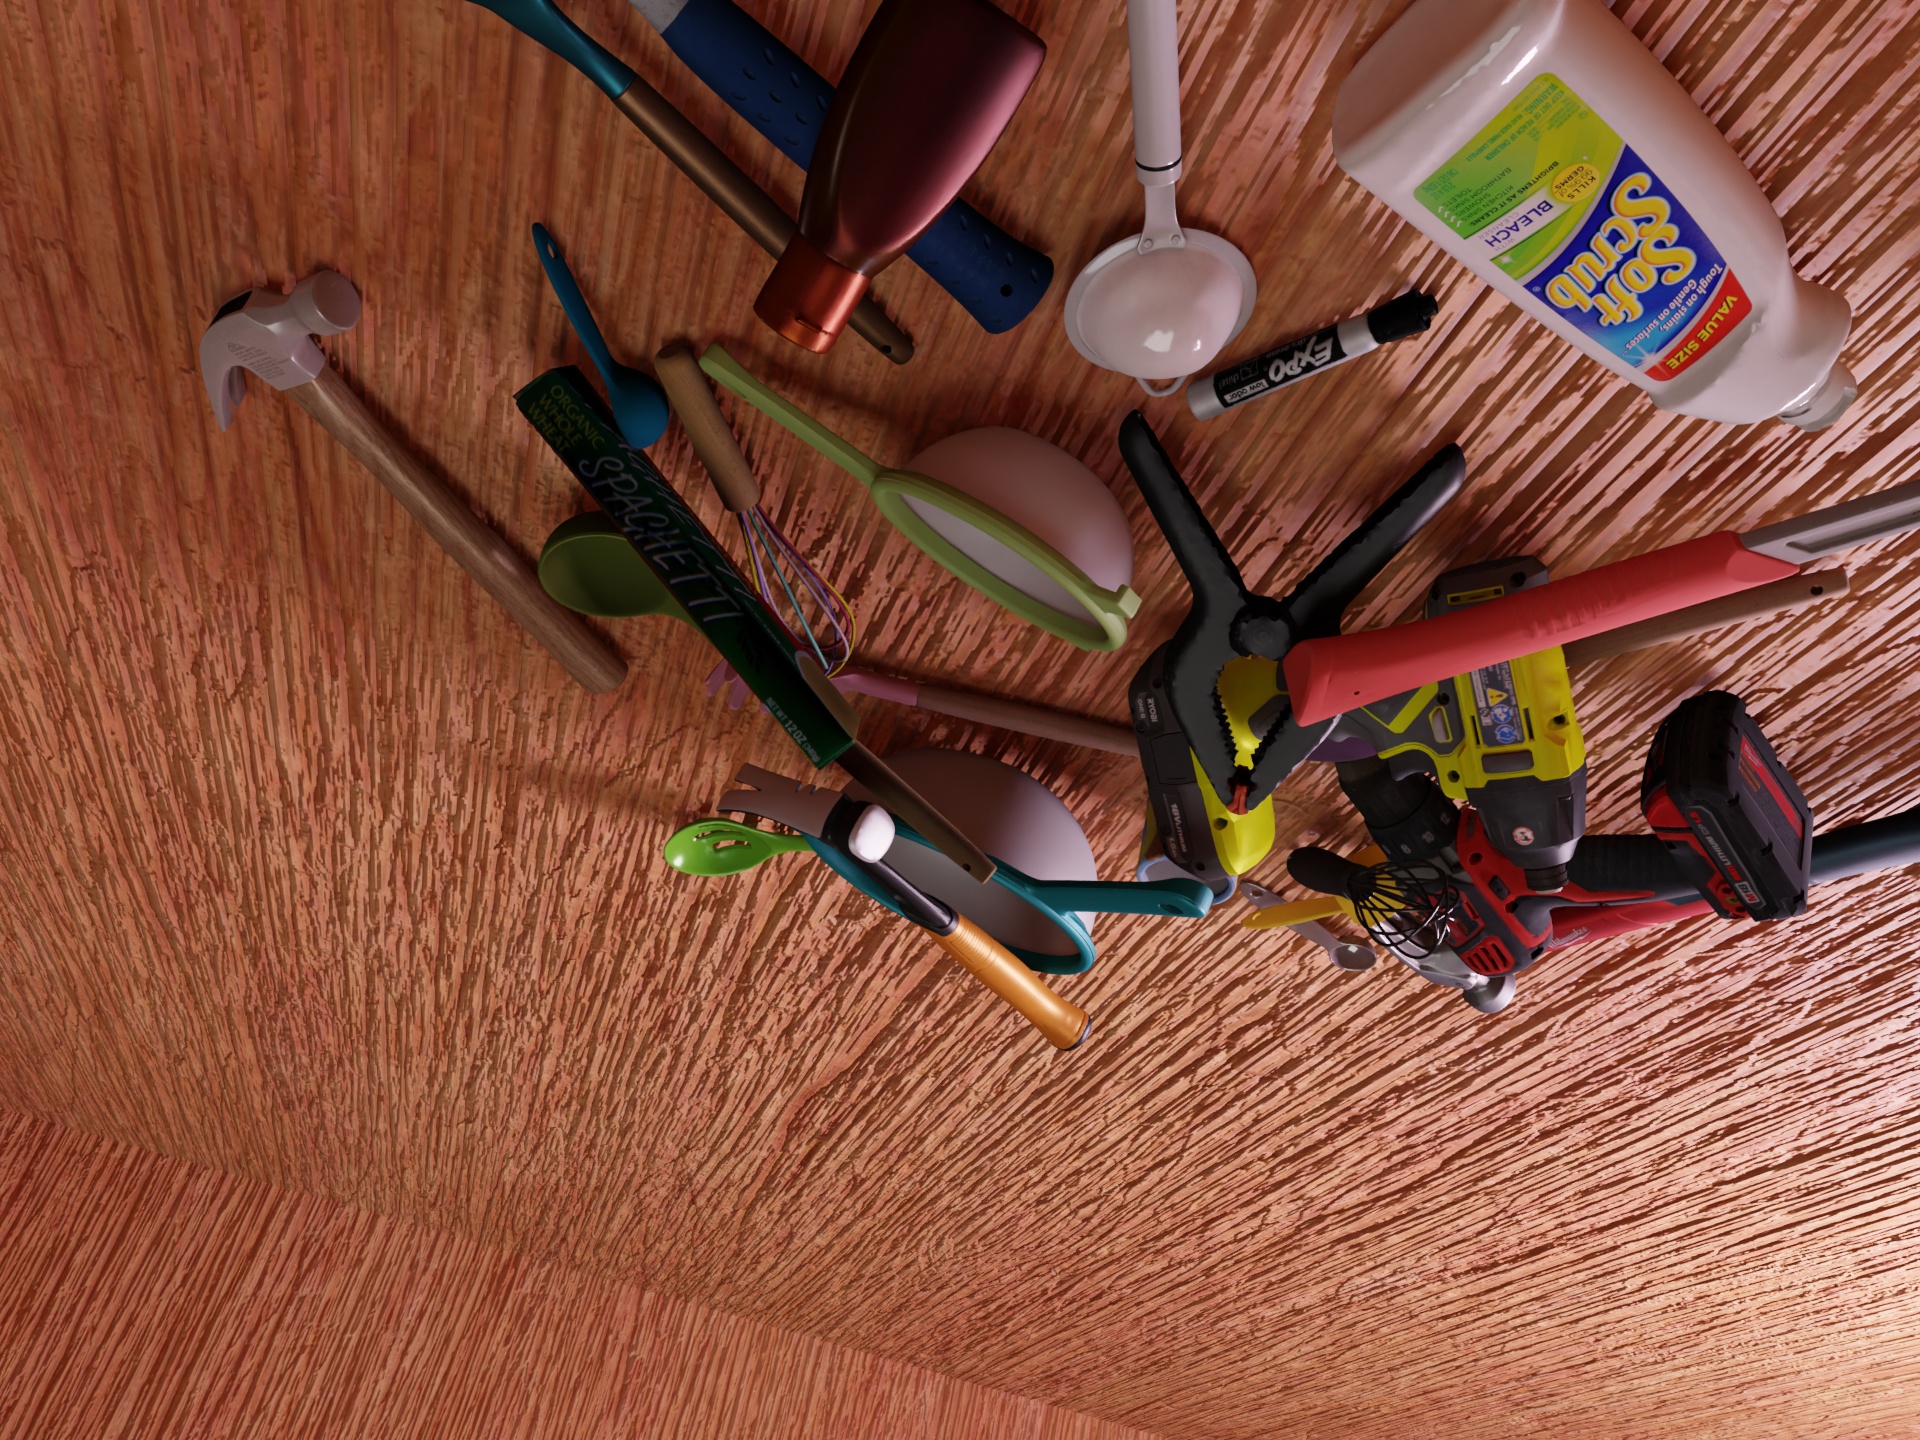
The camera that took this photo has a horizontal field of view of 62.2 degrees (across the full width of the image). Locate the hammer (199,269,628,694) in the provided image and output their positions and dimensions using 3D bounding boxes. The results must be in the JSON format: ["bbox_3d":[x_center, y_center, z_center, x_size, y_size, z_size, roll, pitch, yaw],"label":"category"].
[{"bbox_3d":[-0.308,-0.121,0.941,0.130,0.031,0.331,-7,141,28],"label":"hammer"}]

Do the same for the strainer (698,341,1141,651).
[{"bbox_3d":[-0.010,-0.132,0.802,0.256,0.069,0.151,34,174,0],"label":"strainer"}]

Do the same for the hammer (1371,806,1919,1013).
[{"bbox_3d":[0.444,0.102,0.995,0.143,0.038,0.386,34,141,-25],"label":"hammer"}]

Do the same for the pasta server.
[{"bbox_3d":[-0.002,-0.003,1.000,0.316,0.040,0.060,13,161,-1],"label":"pasta server"}]

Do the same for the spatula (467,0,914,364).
[{"bbox_3d":[-0.122,-0.262,0.682,0.082,0.044,0.317,-17,140,35],"label":"spatula"}]

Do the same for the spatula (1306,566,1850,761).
[{"bbox_3d":[0.307,-0.030,0.862,0.316,0.018,0.059,-17,105,35],"label":"spatula"}]

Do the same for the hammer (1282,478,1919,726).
[{"bbox_3d":[0.326,-0.060,0.722,0.359,0.037,0.149,-18,145,19],"label":"hammer"}]

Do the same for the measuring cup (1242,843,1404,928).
[{"bbox_3d":[0.242,0.117,1.080,0.029,0.062,0.156,49,142,-15],"label":"measuring cup"}]

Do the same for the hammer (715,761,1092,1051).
[{"bbox_3d":[-0.014,0.131,1.012,0.127,0.034,0.336,14,158,42],"label":"hammer"}]

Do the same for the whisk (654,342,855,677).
[{"bbox_3d":[-0.111,-0.110,0.888,0.047,0.051,0.244,-17,136,6],"label":"whisk"}]

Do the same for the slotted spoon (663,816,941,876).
[{"bbox_3d":[-0.074,0.090,1.171,0.314,0.031,0.070,-2,142,19],"label":"slotted spoon"}]

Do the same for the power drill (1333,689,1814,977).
[{"bbox_3d":[0.345,0.058,0.921,0.226,0.080,0.187,-23,116,44],"label":"power drill"}]

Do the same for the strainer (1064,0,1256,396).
[{"bbox_3d":[0.081,-0.220,0.656,0.087,0.050,0.258,-8,140,4],"label":"strainer"}]

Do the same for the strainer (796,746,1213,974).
[{"bbox_3d":[0.045,0.075,0.998,0.210,0.095,0.340,38,156,-27],"label":"strainer"}]

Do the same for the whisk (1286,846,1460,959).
[{"bbox_3d":[0.243,0.102,0.969,0.055,0.055,0.239,18,180,-6],"label":"whisk"}]

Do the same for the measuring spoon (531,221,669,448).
[{"bbox_3d":[-0.175,-0.192,0.793,0.021,0.042,0.128,-11,133,14],"label":"measuring spoon"}]

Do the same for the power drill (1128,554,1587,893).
[{"bbox_3d":[0.215,0.016,0.855,0.223,0.080,0.171,-9,98,34],"label":"power drill"}]

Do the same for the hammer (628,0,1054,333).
[{"bbox_3d":[-0.120,-0.276,0.609,0.405,0.035,0.144,32,107,-33],"label":"hammer"}]

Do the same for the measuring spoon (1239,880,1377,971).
[{"bbox_3d":[0.251,0.144,1.149,0.124,0.018,0.034,33,137,-15],"label":"measuring spoon"}]

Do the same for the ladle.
[{"bbox_3d":[-0.110,-0.008,0.913,0.320,0.062,0.078,41,140,5],"label":"ladle"}]
